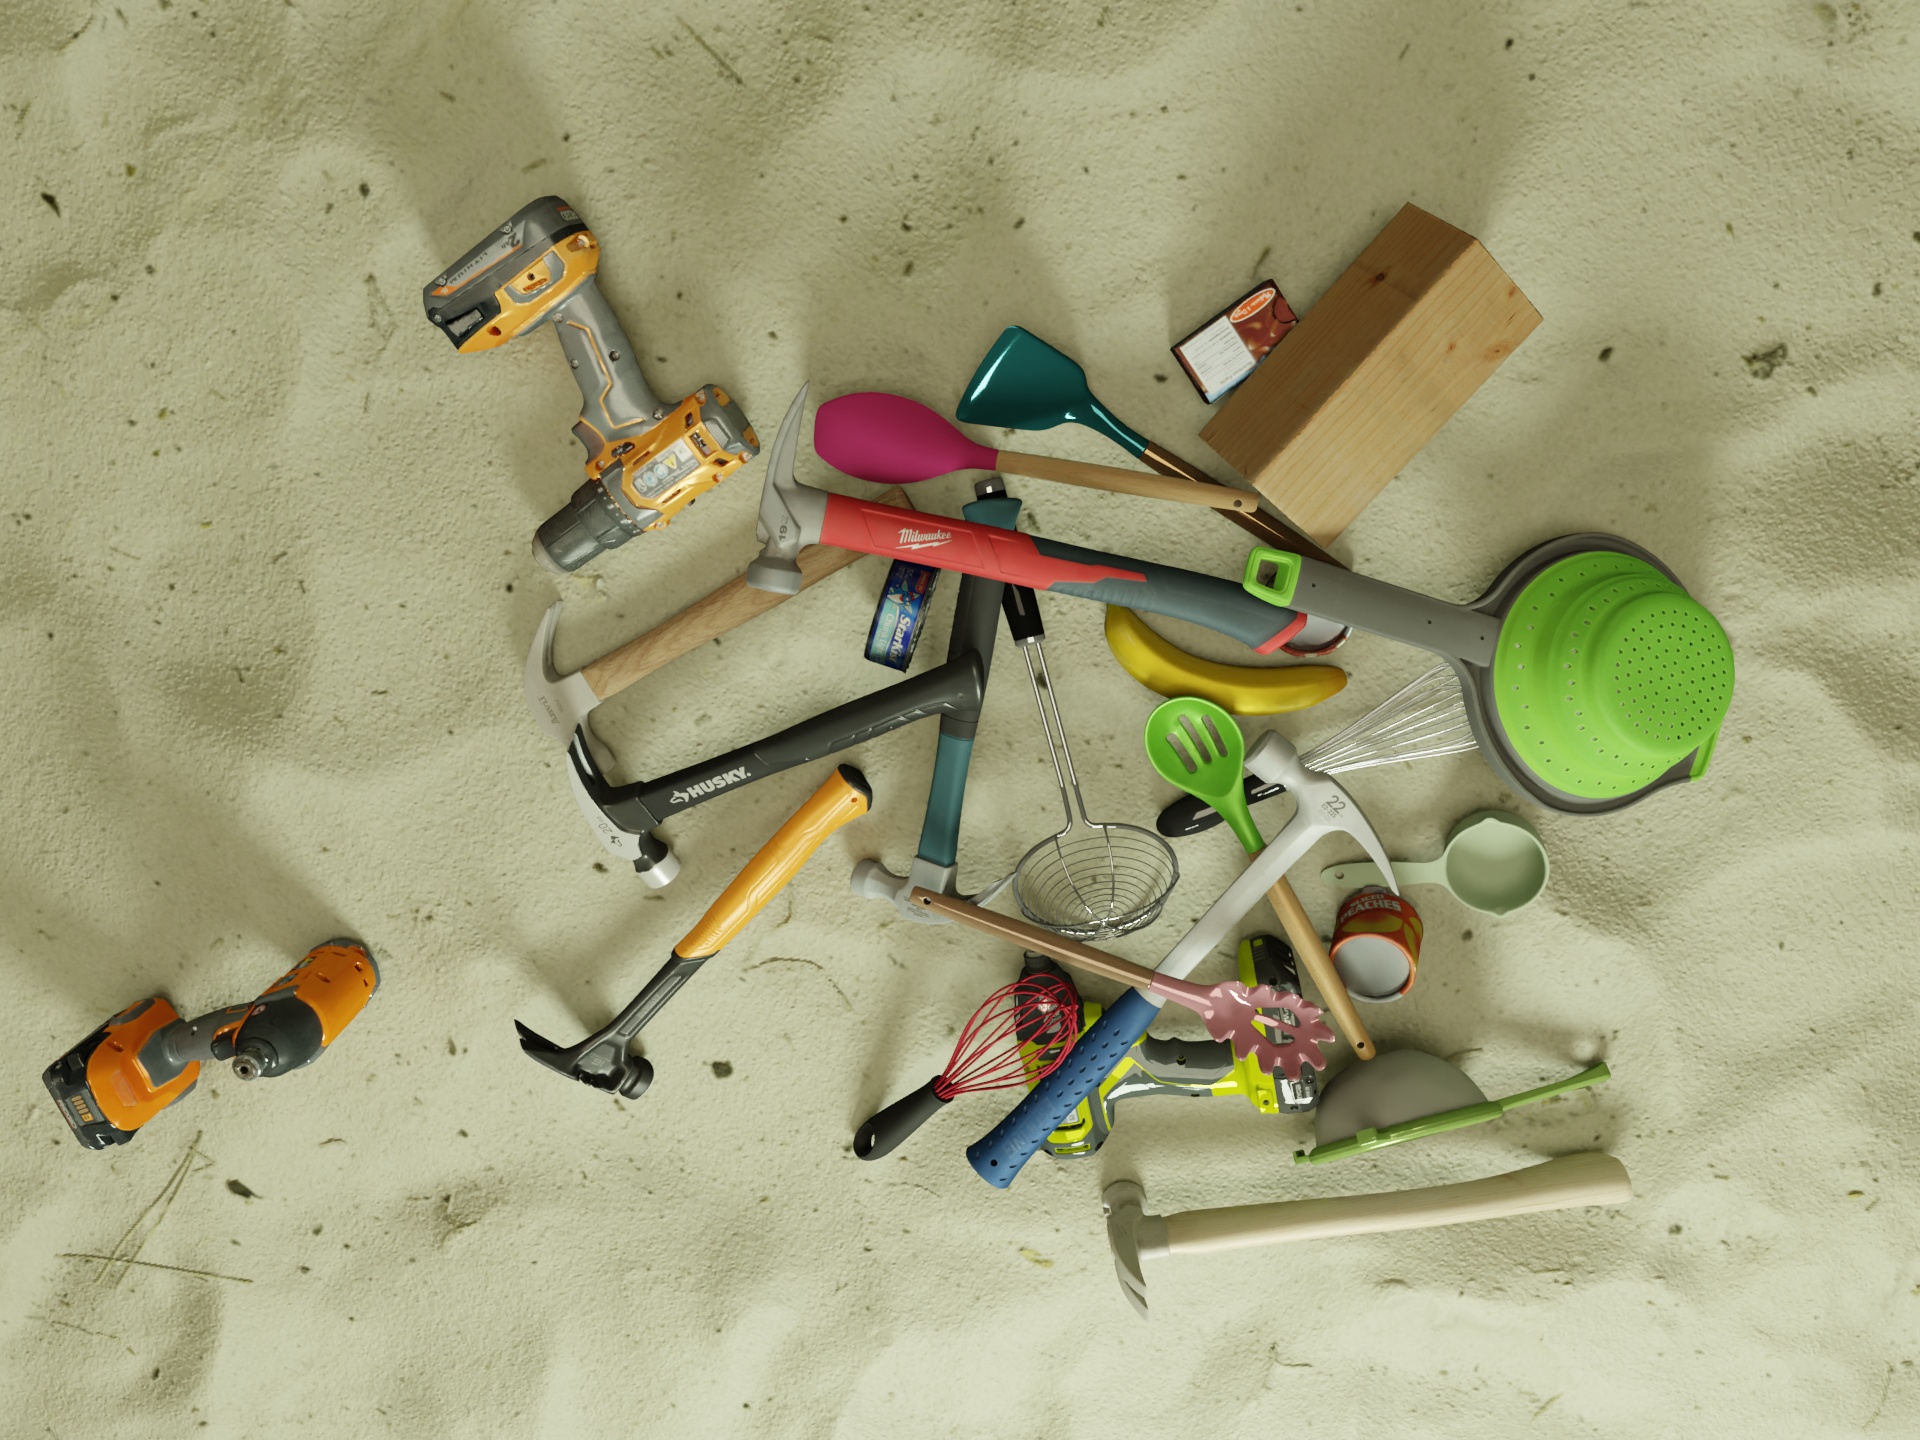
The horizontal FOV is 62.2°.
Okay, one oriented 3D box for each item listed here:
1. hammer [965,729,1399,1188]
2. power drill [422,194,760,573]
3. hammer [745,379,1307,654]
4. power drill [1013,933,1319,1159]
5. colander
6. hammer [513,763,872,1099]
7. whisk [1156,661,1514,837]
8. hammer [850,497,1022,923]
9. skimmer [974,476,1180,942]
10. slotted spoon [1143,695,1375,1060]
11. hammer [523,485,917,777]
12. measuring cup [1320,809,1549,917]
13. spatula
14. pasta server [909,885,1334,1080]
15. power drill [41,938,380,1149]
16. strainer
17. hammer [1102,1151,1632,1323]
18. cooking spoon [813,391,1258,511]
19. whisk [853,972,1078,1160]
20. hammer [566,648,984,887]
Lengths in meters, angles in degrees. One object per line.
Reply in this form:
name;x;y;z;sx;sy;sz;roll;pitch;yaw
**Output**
hammer;0.150;0.201;1.176;0.144;0.035;0.405;40;105;0
power drill;-0.279;-0.229;1.131;0.185;0.084;0.226;-34;106;12
hammer;0.056;-0.124;1.095;0.386;0.038;0.143;11;97;-8
power drill;0.156;0.245;1.240;0.223;0.080;0.171;-10;105;8
colander;0.386;-0.052;1.084;0.397;0.094;0.204;15;88;-14
hammer;-0.196;0.158;1.234;0.337;0.034;0.127;-46;131;9
whisk;0.277;0.026;1.186;0.284;0.070;0.070;-24;103;14
hammer;-0.002;-0.004;1.169;0.128;0.033;0.331;18;109;28
skimmer;0.069;-0.003;1.200;0.127;0.090;0.363;-15;94;8
slotted spoon;0.229;0.118;1.179;0.070;0.031;0.313;-28;96;19
hammer;-0.181;-0.083;1.188;0.331;0.031;0.130;-28;103;9
measuring cup;0.362;0.108;1.218;0.167;0.038;0.083;-6;108;22
spatula;0.151;-0.175;1.140;0.317;0.044;0.082;30;122;-7
pasta server;0.111;0.179;1.141;0.316;0.040;0.060;19;93;8
power drill;-0.583;0.254;1.233;0.226;0.164;0.084;-20;104;10
strainer;0.384;0.281;1.238;0.256;0.151;0.069;-12;71;-13
hammer;0.322;0.392;1.248;0.410;0.146;0.038;-7;104;0
cooking spoon;0.051;-0.180;1.124;0.319;0.017;0.068;10;122;4
whisk;-0.003;0.275;1.217;0.073;0.073;0.295;39;130;-8
hammer;-0.132;0.018;1.160;0.335;0.035;0.146;-21;124;19
